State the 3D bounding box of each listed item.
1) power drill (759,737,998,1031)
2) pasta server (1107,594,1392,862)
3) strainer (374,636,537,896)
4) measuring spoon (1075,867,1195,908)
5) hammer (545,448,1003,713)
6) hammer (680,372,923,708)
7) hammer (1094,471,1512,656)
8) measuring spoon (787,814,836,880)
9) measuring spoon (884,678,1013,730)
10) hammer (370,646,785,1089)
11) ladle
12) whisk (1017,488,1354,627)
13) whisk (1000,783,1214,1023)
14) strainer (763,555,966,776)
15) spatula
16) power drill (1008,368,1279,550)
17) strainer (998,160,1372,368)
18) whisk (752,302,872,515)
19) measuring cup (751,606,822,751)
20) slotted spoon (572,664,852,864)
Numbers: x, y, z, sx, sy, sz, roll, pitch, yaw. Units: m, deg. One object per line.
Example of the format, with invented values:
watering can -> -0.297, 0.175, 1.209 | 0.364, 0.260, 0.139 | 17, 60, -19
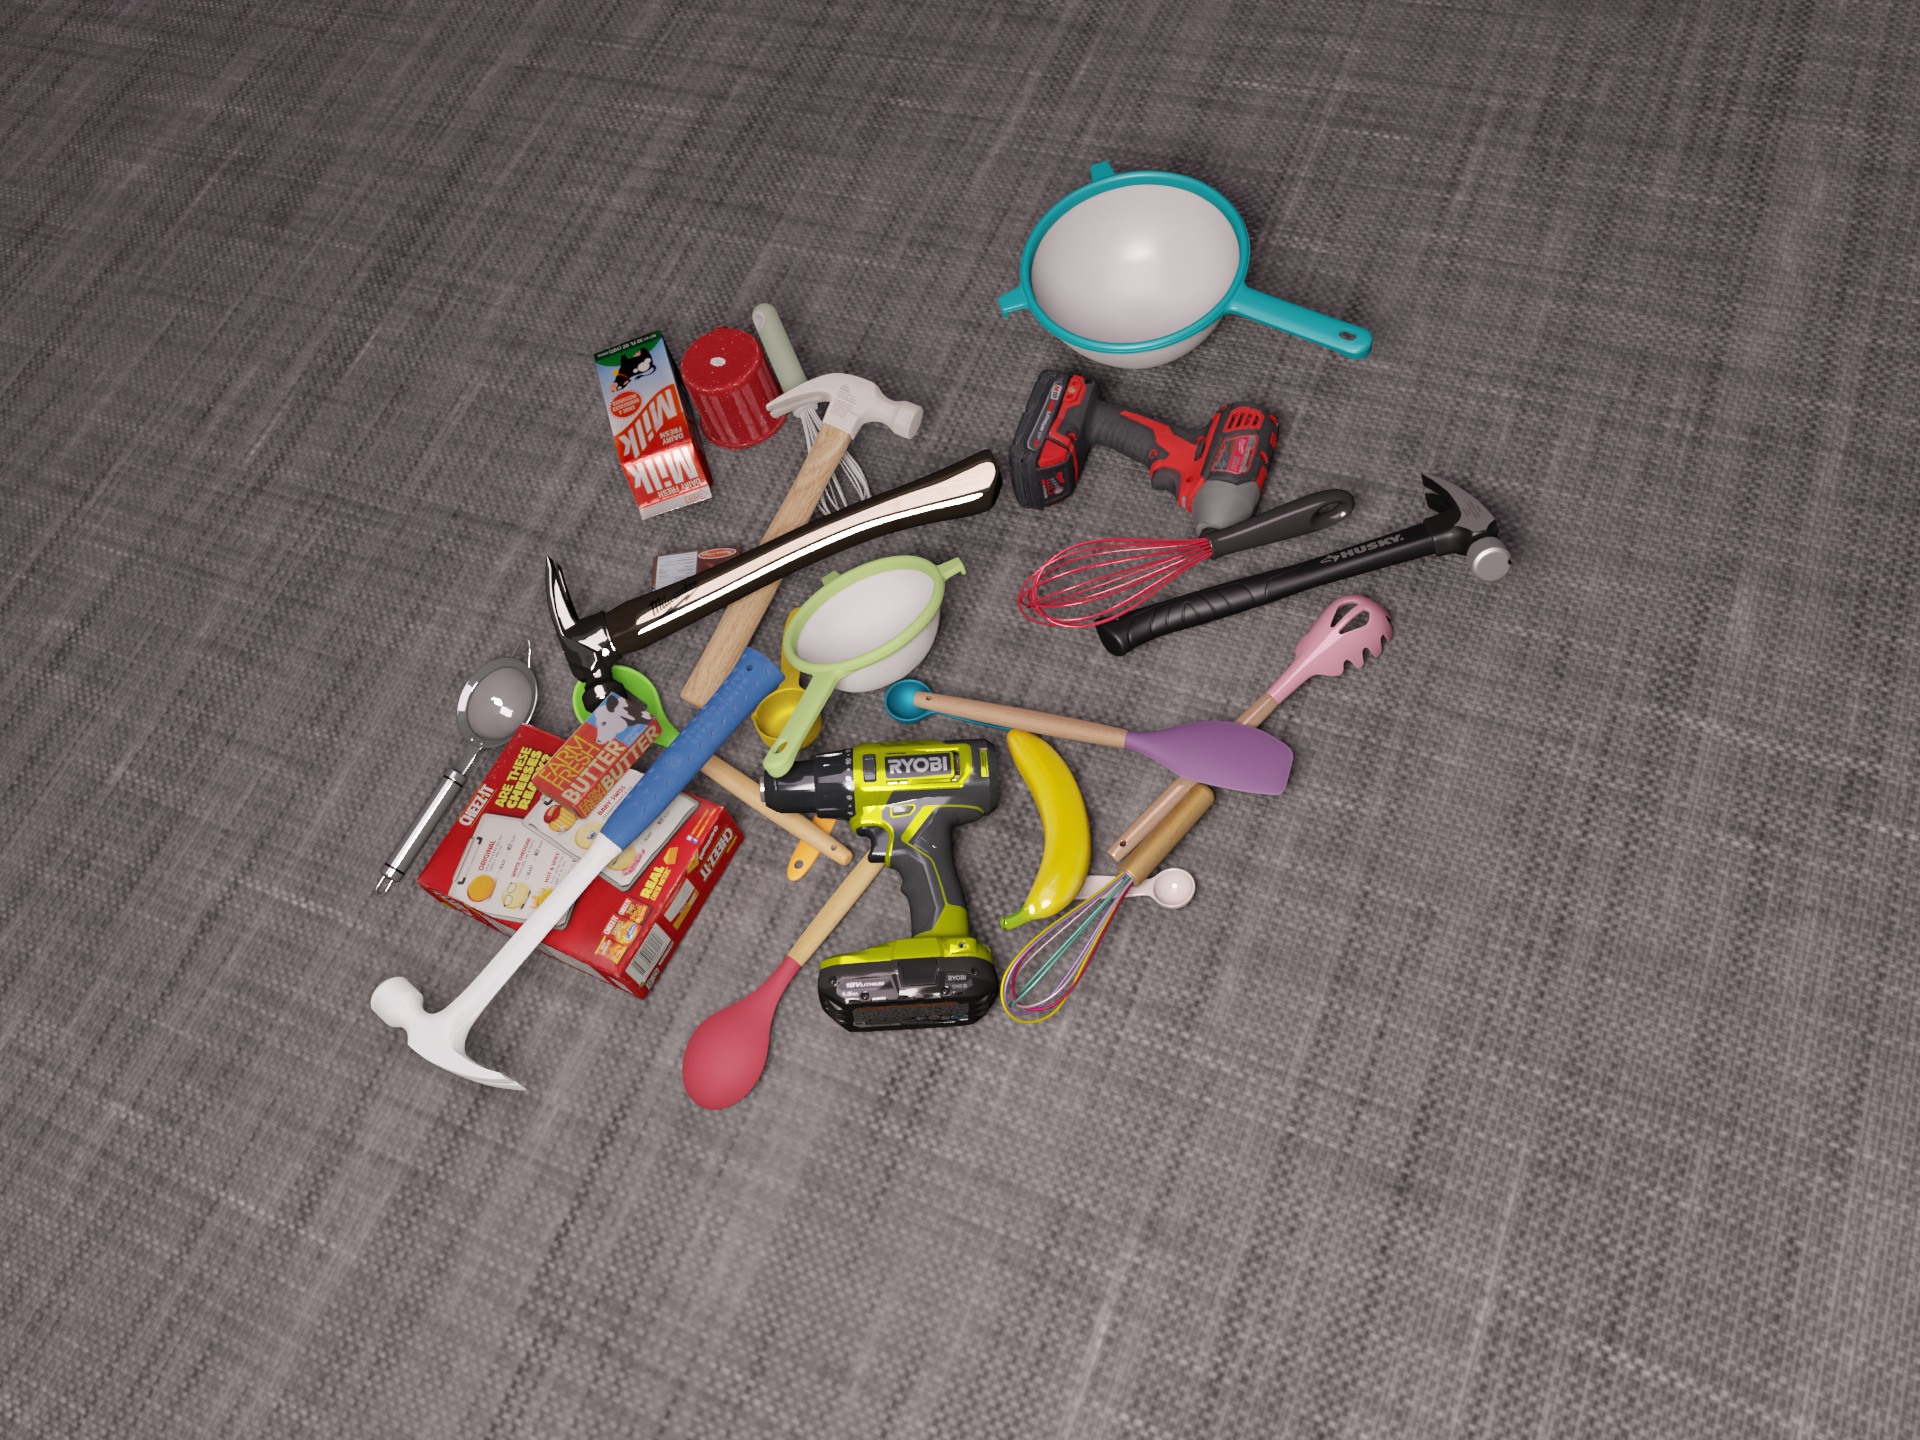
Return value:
power drill -> -0.061, 0.121, 1.248 | 0.190, 0.080, 0.229 | -3, 62, -2
pasta server -> 0.236, 0.005, 1.298 | 0.316, 0.040, 0.060 | -44, 62, -8
strainer -> -0.443, 0.044, 1.409 | 0.087, 0.050, 0.258 | 22, 74, 28
measuring spoon -> 0.125, 0.135, 1.257 | 0.124, 0.018, 0.034 | -2, 54, 19
hammer -> -0.161, -0.150, 1.387 | 0.410, 0.038, 0.146 | -23, 76, 2
hammer -> -0.163, -0.161, 1.423 | 0.130, 0.031, 0.331 | 25, 83, 11
hammer -> 0.275, -0.120, 1.334 | 0.335, 0.035, 0.146 | -17, 33, 10
measuring spoon -> -0.115, 0.083, 1.334 | 0.021, 0.011, 0.117 | 20, 68, 21
measuring spoon -> -0.002, -0.004, 1.360 | 0.128, 0.021, 0.042 | 11, 59, 7
hammer -> -0.279, 0.107, 1.255 | 0.144, 0.035, 0.405 | 32, 74, 26
ladle -> -0.116, 0.174, 1.278 | 0.069, 0.031, 0.315 | 30, 69, 24
whisk -> 0.189, -0.140, 1.330 | 0.296, 0.073, 0.073 | -18, 60, -1
whisk -> 0.117, 0.139, 1.224 | 0.047, 0.051, 0.245 | 39, 69, 16
strainer -> -0.091, -0.033, 1.335 | 0.151, 0.069, 0.256 | -3, 44, 33
spatula -> 0.111, 0.009, 1.296 | 0.316, 0.018, 0.060 | 10, 63, 16
power drill -> 0.161, -0.228, 1.414 | 0.220, 0.078, 0.143 | 14, 66, 15
strainer -> 0.220, -0.379, 1.473 | 0.340, 0.095, 0.211 | 26, 73, 21
whisk -> -0.140, -0.284, 1.487 | 0.059, 0.058, 0.246 | -14, 75, -41
measuring cup -> -0.146, -0.036, 1.405 | 0.062, 0.029, 0.157 | -6, 49, 9
slotted spoon -> -0.214, 0.041, 1.365 | 0.314, 0.031, 0.070 | 31, 72, 25
